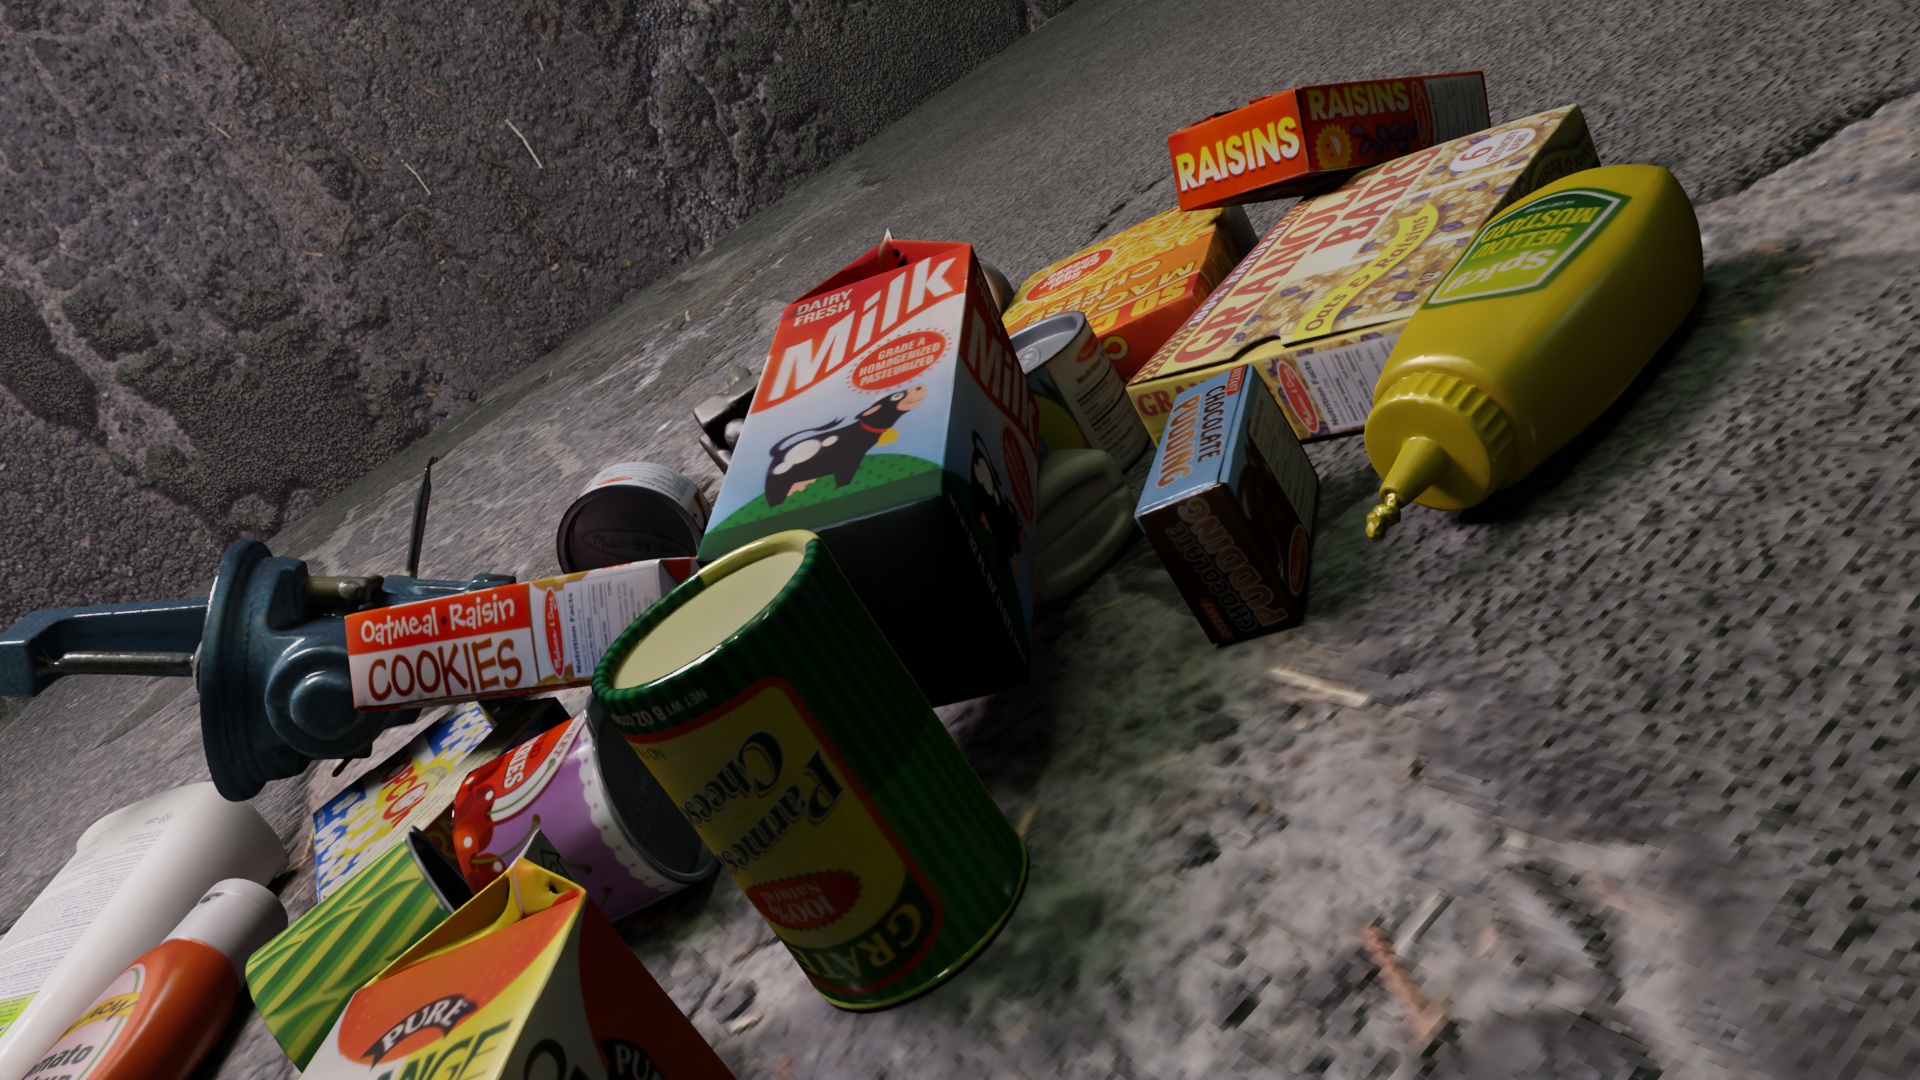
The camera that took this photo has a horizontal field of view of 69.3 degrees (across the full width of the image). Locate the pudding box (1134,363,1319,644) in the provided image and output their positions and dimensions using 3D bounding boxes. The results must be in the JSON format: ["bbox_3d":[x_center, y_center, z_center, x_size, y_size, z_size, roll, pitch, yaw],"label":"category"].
[{"bbox_3d":[0.083,-0.014,0.420,0.030,0.049,0.084,-23,22,29],"label":"pudding box"}]

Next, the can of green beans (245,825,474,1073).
[{"bbox_3d":[-0.172,0.133,0.425,0.058,0.071,0.071,-39,21,-16],"label":"can of green beans"}]

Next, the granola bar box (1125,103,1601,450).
[{"bbox_3d":[0.156,-0.098,0.529,0.124,0.039,0.166,-9,30,48],"label":"granola bar box"}]

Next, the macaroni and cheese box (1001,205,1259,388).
[{"bbox_3d":[0.075,-0.107,0.668,0.123,0.040,0.167,-22,22,26],"label":"macaroni and cheese box"}]

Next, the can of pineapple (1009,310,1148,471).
[{"bbox_3d":[0.034,-0.052,0.571,0.071,0.057,0.071,-28,20,11],"label":"can of pineapple"}]

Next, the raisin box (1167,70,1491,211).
[{"bbox_3d":[0.170,-0.184,0.641,0.124,0.040,0.086,-16,9,-31],"label":"raisin box"}]

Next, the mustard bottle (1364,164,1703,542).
[{"bbox_3d":[0.159,-0.053,0.402,0.161,0.048,0.065,-44,23,-30],"label":"mustard bottle"}]

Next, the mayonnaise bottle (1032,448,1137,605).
[{"bbox_3d":[0.002,-0.007,0.539,0.065,0.041,0.148,-39,20,-24],"label":"mayonnaise bottle"}]

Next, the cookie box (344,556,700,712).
[{"bbox_3d":[-0.127,0.034,0.523,0.167,0.040,0.123,-9,-3,33],"label":"cookie box"}]

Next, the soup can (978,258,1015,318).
[{"bbox_3d":[-0.008,-0.122,0.756,0.071,0.071,0.084,-28,4,12],"label":"soup can"}]

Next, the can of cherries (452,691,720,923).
[{"bbox_3d":[-0.120,0.088,0.448,0.058,0.071,0.072,-27,20,14],"label":"can of cherries"}]

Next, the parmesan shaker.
[{"bbox_3d":[-0.039,0.058,0.352,0.071,0.103,0.071,-28,20,11],"label":"parmesan shaker"}]

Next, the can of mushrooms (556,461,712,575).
[{"bbox_3d":[-0.146,0.002,0.628,0.071,0.071,0.033,-28,21,12],"label":"can of mushrooms"}]

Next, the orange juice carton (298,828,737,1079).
[{"bbox_3d":[-0.101,0.145,0.286,0.073,0.071,0.193,-25,21,16],"label":"orange juice carton"}]

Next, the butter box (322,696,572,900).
[{"bbox_3d":[-0.171,0.109,0.499,0.024,0.053,0.104,-13,27,40],"label":"butter box"}]

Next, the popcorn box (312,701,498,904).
[{"bbox_3d":[-0.220,0.116,0.577,0.085,0.038,0.126,-39,21,-17],"label":"popcorn box"}]

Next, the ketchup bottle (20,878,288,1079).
[{"bbox_3d":[-0.314,0.192,0.530,0.064,0.043,0.149,-23,21,18],"label":"ketchup bottle"}]

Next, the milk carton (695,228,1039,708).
[{"bbox_3d":[-0.020,-0.033,0.453,0.073,0.072,0.191,-15,33,15],"label":"milk carton"}]
